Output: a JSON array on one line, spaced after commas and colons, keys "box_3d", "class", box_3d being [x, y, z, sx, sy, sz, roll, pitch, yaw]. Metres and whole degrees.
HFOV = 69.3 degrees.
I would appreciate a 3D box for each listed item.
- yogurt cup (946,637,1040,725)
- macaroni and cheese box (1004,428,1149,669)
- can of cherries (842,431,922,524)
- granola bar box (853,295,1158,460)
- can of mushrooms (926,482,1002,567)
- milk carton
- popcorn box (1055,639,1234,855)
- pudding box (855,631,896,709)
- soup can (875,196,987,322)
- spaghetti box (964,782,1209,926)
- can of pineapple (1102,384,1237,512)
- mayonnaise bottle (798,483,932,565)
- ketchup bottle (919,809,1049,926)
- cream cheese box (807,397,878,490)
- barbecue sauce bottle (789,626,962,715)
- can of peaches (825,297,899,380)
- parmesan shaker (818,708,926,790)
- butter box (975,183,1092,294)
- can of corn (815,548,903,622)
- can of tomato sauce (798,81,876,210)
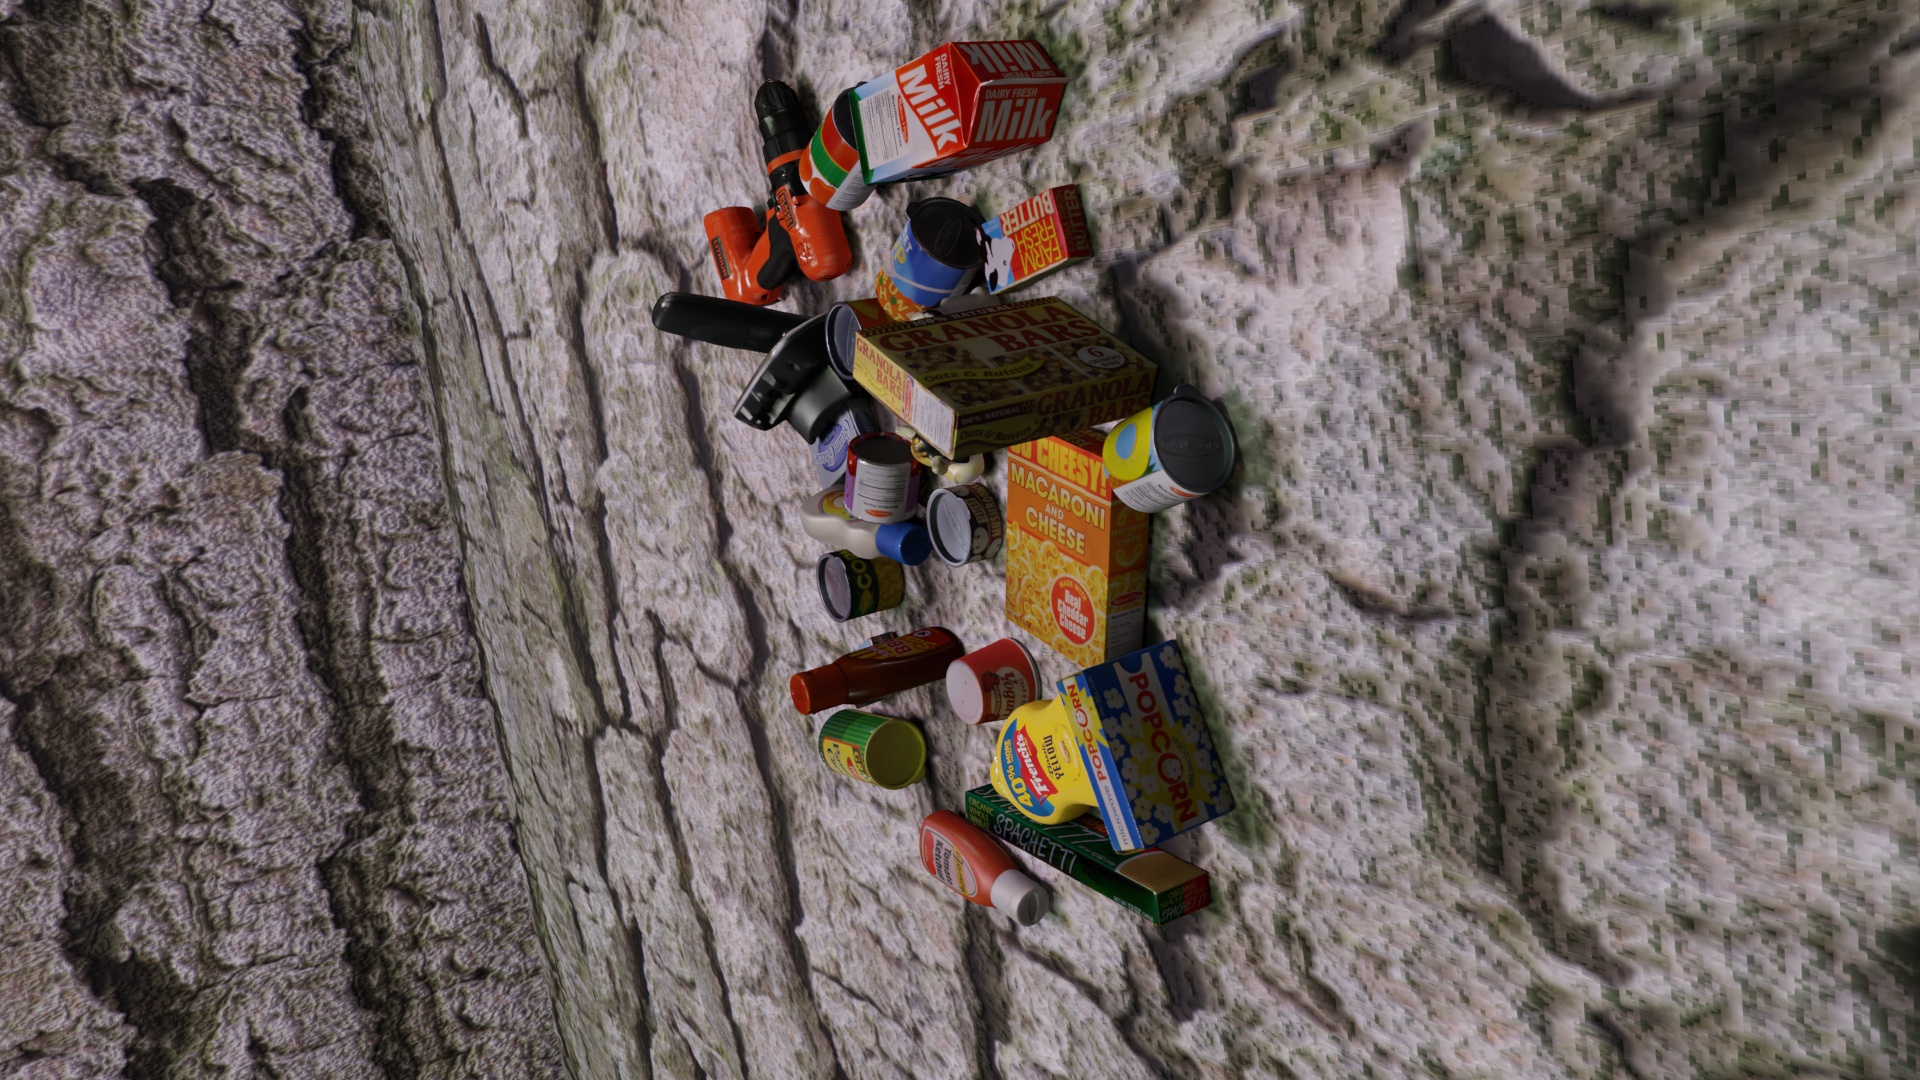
[{"box_3d": [0.025, 0.118, 1.141, 0.072, 0.054, 0.072, 28, 124, 51], "class": "yogurt cup"}, {"box_3d": [0.083, 0.000, 1.014, 0.124, 0.040, 0.165, 30, 127, 50], "class": "macaroni and cheese box"}, {"box_3d": [-0.068, -0.056, 1.208, 0.071, 0.072, 0.058, 41, 134, 43], "class": "can of cherries"}, {"box_3d": [0.029, -0.113, 0.934, 0.124, 0.166, 0.038, 43, 137, 41], "class": "granola bar box"}, {"box_3d": [0.004, -0.014, 1.140, 0.071, 0.033, 0.070, 29, 125, 51], "class": "can of mushrooms"}, {"box_3d": [-0.001, -0.308, 0.994, 0.190, 0.072, 0.073, 4, 106, 58], "class": "milk carton"}, {"box_3d": [0.127, 0.141, 0.956, 0.038, 0.085, 0.127, -31, 76, 58], "class": "popcorn box"}, {"box_3d": [-0.083, 0.125, 1.338, 0.083, 0.030, 0.050, -43, 67, 55], "class": "pudding box"}, {"box_3d": [-0.024, -0.214, 1.070, 0.071, 0.071, 0.083, 66, 147, 16], "class": "soup can"}, {"box_3d": [0.090, 0.238, 1.088, 0.250, 0.050, 0.028, 15, 113, 55], "class": "spaghetti box"}, {"box_3d": [0.133, -0.057, 0.888, 0.057, 0.071, 0.071, -24, 81, 58], "class": "can of pineapple"}, {"box_3d": [-0.083, -0.013, 1.254, 0.148, 0.065, 0.041, 21, 133, 49], "class": "mayonnaise bottle"}, {"box_3d": [0.020, 0.293, 1.228, 0.149, 0.044, 0.064, 20, 119, 53], "class": "ketchup bottle"}, {"box_3d": [-0.109, -0.088, 1.298, 0.103, 0.024, 0.053, -37, 71, 56], "class": "cream cheese box"}, {"box_3d": [-0.074, 0.114, 1.205, 0.065, 0.149, 0.043, 15, 116, 55], "class": "barbecue sauce bottle"}, {"box_3d": [-0.073, -0.171, 1.176, 0.071, 0.058, 0.071, 27, 124, 50], "class": "can of peaches"}, {"box_3d": [-0.085, 0.202, 1.339, 0.103, 0.071, 0.071, -1, 101, 58], "class": "parmesan shaker"}, {"box_3d": [0.051, -0.214, 0.994, 0.103, 0.024, 0.053, -11, 93, 59], "class": "butter box"}, {"box_3d": [-0.093, 0.036, 1.290, 0.071, 0.058, 0.071, 29, 126, 50], "class": "can of corn"}, {"box_3d": [-0.089, -0.320, 1.133, 0.082, 0.071, 0.071, -36, 72, 57], "class": "can of tomato sauce"}]
